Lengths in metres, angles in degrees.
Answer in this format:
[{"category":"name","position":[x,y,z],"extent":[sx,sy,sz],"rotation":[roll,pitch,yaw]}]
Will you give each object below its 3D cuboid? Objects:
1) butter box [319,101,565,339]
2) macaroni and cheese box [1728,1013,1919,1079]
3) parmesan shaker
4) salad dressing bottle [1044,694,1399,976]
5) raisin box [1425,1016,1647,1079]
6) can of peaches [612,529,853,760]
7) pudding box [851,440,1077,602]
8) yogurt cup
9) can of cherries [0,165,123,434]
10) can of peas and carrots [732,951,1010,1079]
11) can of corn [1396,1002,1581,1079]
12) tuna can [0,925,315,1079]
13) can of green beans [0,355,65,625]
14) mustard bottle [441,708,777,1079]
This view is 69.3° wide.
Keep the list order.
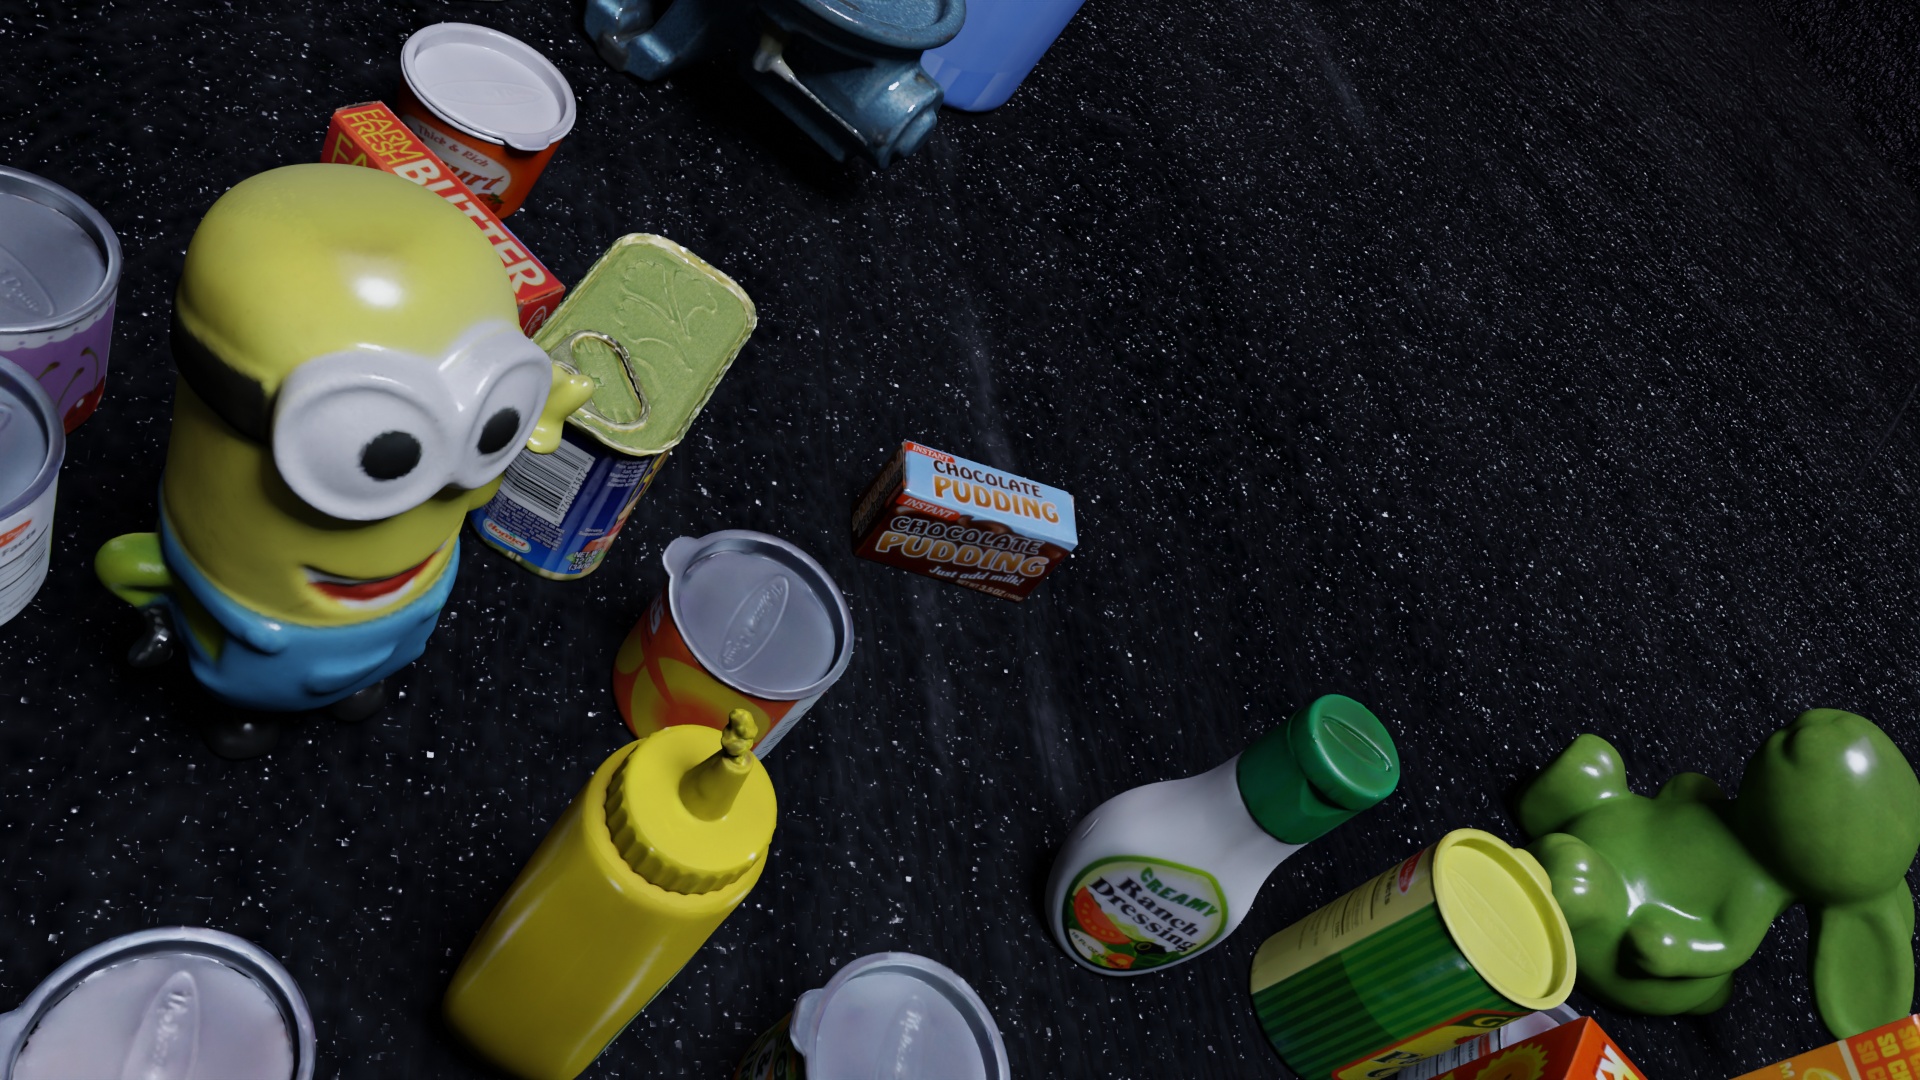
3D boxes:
[{"category":"butter box","position":[-0.197,-0.109,0.518],"extent":[0.103,0.053,0.024],"rotation":[45,41,4]},{"category":"macaroni and cheese box","position":[0.336,0.239,0.536],"extent":[0.124,0.165,0.040],"rotation":[20,46,-23]},{"category":"parmesan shaker","position":[0.169,0.160,0.526],"extent":[0.071,0.102,0.072],"rotation":[20,46,-22]},{"category":"salad dressing bottle","position":[0.086,0.103,0.479],"extent":[0.064,0.147,0.044],"rotation":[36,42,-6]},{"category":"raisin box","position":[0.163,0.216,0.458],"extent":[0.040,0.122,0.086],"rotation":[49,42,8]},{"category":"can of peaches","position":[-0.081,0.038,0.477],"extent":[0.071,0.057,0.071],"rotation":[20,46,-22]},{"category":"pudding box","position":[0.002,-0.007,0.584],"extent":[0.084,0.049,0.030],"rotation":[17,47,-25]},{"category":"yogurt cup","position":[-0.198,-0.168,0.567],"extent":[0.072,0.053,0.073],"rotation":[20,46,-22]},{"category":"can of cherries","position":[-0.290,-0.067,0.409],"extent":[0.071,0.058,0.072],"rotation":[20,46,-22]},{"category":"can of peas and carrots","position":[-0.030,0.162,0.408],"extent":[0.071,0.058,0.071],"rotation":[20,46,-22]},{"category":"can of corn","position":[0.217,0.221,0.544],"extent":[0.071,0.058,0.071],"rotation":[20,46,-22]},{"category":"tuna can","position":[-0.195,0.129,0.332],"extent":[0.071,0.032,0.071],"rotation":[20,46,-22]},{"category":"can of green beans","position":[-0.280,-0.012,0.370],"extent":[0.071,0.057,0.071],"rotation":[20,46,-22]},{"category":"mustard bottle","position":[-0.085,0.088,0.354],"extent":[0.049,0.159,0.066],"rotation":[37,42,-6]}]
